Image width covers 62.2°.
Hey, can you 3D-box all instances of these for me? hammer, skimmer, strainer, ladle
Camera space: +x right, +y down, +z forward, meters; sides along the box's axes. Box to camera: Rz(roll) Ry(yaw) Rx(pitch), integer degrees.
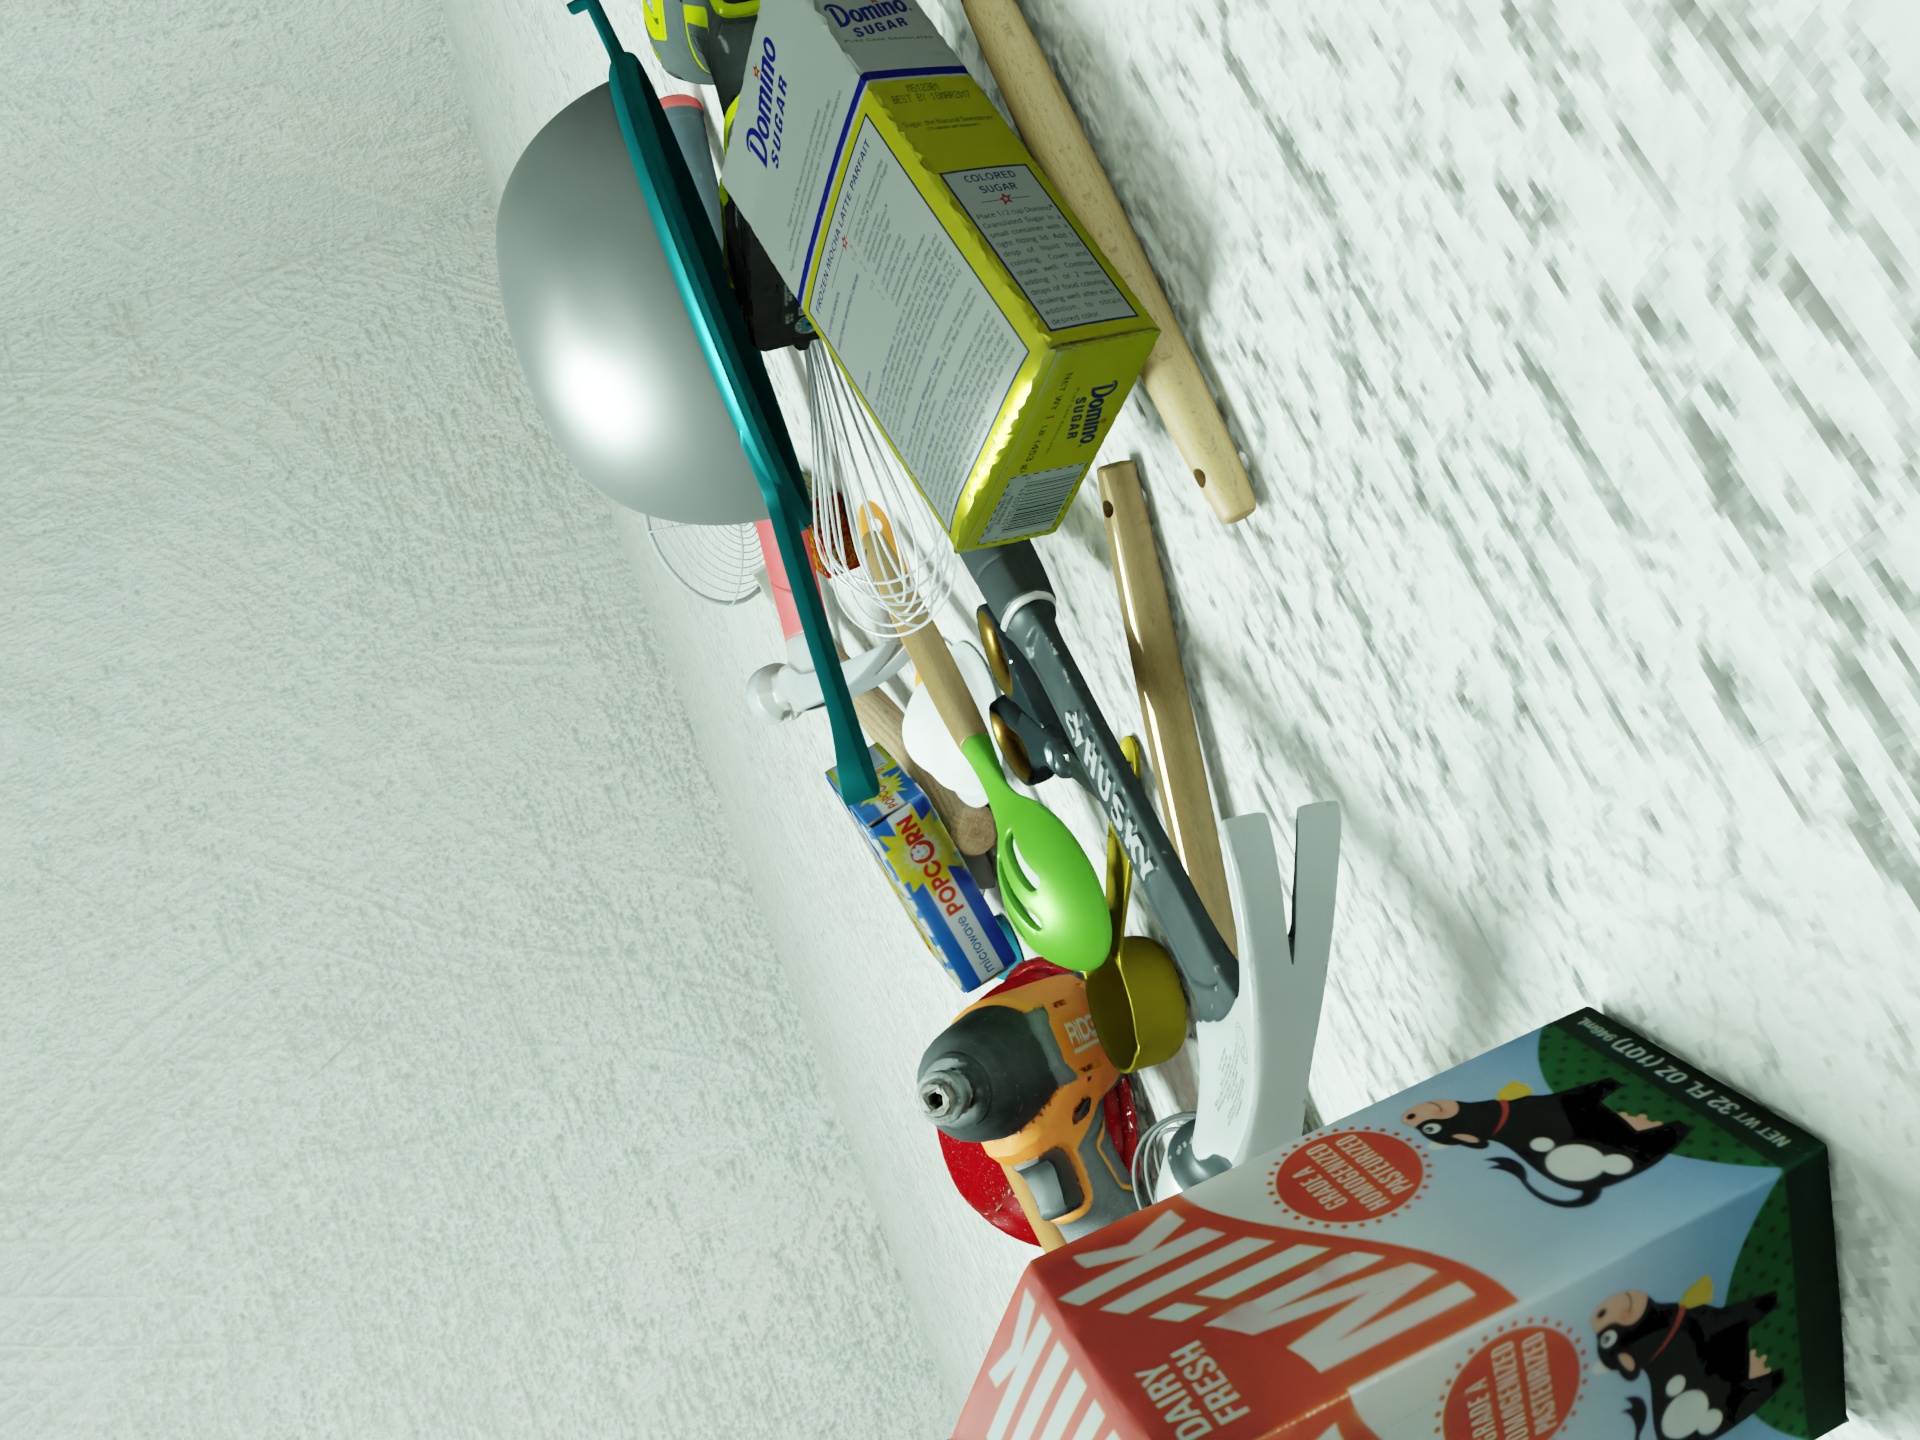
[{"bbox_3d":[-0.059,-0.013,1.010,0.332,0.031,0.129,47,167,53],"label":"hammer"},{"bbox_3d":[-0.232,-0.201,1.344,0.127,0.090,0.364,42,-175,-29],"label":"skimmer"},{"bbox_3d":[0.025,0.049,0.781,0.259,0.050,0.086,56,147,36],"label":"strainer"},{"bbox_3d":[0.028,-0.030,0.557,0.409,0.036,0.149,-113,20,-46],"label":"hammer"},{"bbox_3d":[0.017,-0.199,0.482,0.315,0.031,0.069,66,164,11],"label":"ladle"},{"bbox_3d":[0.078,0.070,0.558,0.078,0.062,0.320,7,114,57],"label":"ladle"},{"bbox_3d":[-0.119,-0.199,0.954,0.143,0.038,0.386,-21,82,48],"label":"hammer"},{"bbox_3d":[-0.123,-0.111,0.670,0.210,0.095,0.341,70,-179,-72],"label":"strainer"}]

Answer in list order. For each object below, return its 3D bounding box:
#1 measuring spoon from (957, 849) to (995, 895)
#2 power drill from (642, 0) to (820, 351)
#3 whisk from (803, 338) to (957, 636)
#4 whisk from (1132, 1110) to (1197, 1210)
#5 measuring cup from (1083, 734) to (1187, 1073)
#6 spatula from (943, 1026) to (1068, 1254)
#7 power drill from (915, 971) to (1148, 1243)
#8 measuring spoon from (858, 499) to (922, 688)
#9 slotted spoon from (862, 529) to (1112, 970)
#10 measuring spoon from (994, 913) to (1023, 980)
[{"bbox_3d":[0.003,0.102,0.983,0.124,0.018,0.034,102,145,-68],"label":"measuring spoon"},{"bbox_3d":[-0.086,-0.290,0.658,0.190,0.080,0.229,104,147,-69],"label":"power drill"},{"bbox_3d":[-0.065,-0.175,0.789,0.070,0.070,0.285,119,134,-73],"label":"whisk"},{"bbox_3d":[0.134,0.269,0.639,0.239,0.055,0.055,66,166,5],"label":"whisk"},{"bbox_3d":[0.076,0.075,0.658,0.062,0.029,0.156,-126,33,-59],"label":"measuring cup"},{"bbox_3d":[0.057,0.293,0.780,0.322,0.041,0.081,64,159,-11],"label":"spatula"},{"bbox_3d":[0.055,0.225,0.686,0.164,0.084,0.227,4,-119,-64],"label":"power drill"},{"bbox_3d":[-0.031,-0.067,0.876,0.011,0.021,0.117,-22,88,64],"label":"measuring spoon"},{"bbox_3d":[-0.001,-0.002,0.755,0.314,0.031,0.070,-116,27,-47],"label":"slotted spoon"},{"bbox_3d":[0.035,0.180,0.953,0.042,0.021,0.128,150,101,-77],"label":"measuring spoon"}]
